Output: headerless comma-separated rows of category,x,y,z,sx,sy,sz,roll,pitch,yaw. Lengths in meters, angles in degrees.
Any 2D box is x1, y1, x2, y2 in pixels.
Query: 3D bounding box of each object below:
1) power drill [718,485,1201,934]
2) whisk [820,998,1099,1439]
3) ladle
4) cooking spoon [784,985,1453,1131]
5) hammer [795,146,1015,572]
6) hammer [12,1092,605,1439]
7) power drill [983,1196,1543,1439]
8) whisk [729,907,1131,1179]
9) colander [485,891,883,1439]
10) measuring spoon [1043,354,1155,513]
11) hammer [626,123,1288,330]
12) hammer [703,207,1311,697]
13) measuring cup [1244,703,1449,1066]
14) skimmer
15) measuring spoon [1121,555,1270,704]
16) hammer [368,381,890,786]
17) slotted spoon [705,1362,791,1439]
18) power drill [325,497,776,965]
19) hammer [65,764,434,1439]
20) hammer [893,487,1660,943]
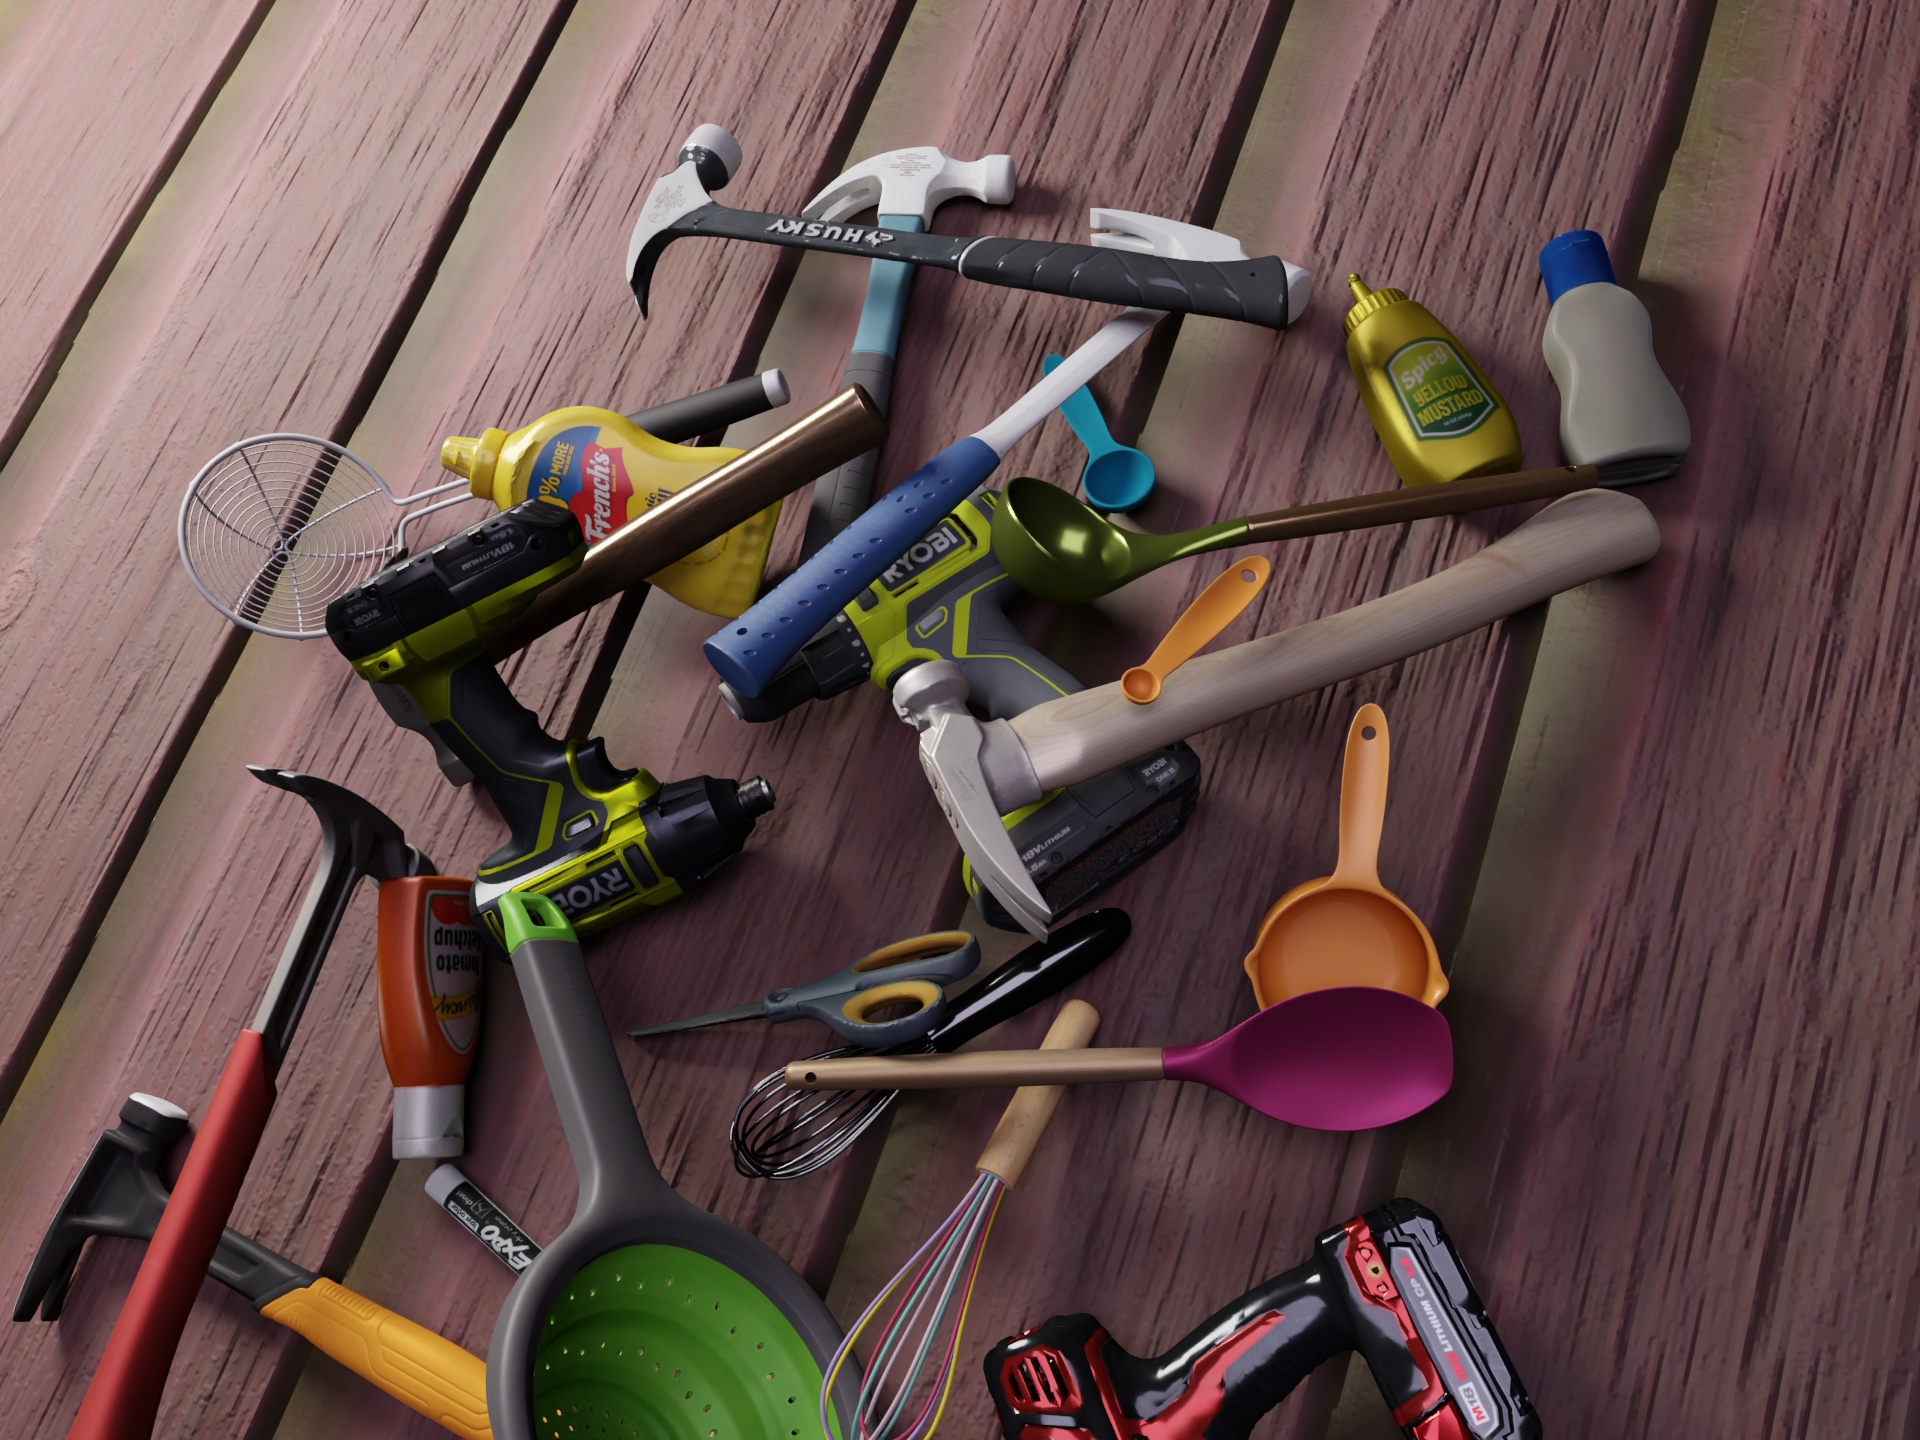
power drill,-0.001,-0.003,0.850,0.190,0.080,0.229,-33,65,-14
whisk,0.010,0.243,0.766,0.047,0.051,0.245,8,55,39
ladle,0.175,-0.112,0.825,0.320,0.062,0.078,-9,43,-1
cooking spoon,0.072,0.165,0.763,0.319,0.017,0.069,-4,93,8
hammer,-0.055,-0.209,0.972,0.128,0.033,0.331,6,71,13
hammer,-0.334,0.316,0.827,0.337,0.034,0.127,19,74,17
power drill,0.139,0.332,0.707,0.226,0.080,0.188,-25,67,4
whisk,-0.014,0.163,0.819,0.239,0.055,0.055,-30,67,-7
colander,-0.170,0.265,0.746,0.094,0.204,0.397,-43,57,25
measuring spoon,0.078,-0.169,0.943,0.042,0.021,0.129,-25,58,2
hammer,-0.009,-0.270,0.926,0.409,0.036,0.149,13,59,19
hammer,0.016,-0.157,0.881,0.144,0.035,0.405,34,65,30
measuring cup,0.190,0.078,0.777,0.095,0.052,0.173,5,92,9
skimmer,-0.281,-0.148,0.951,0.363,0.090,0.127,-16,92,9
measuring spoon,0.117,-0.044,0.780,0.021,0.011,0.117,38,61,15
hammer,-0.189,-0.091,0.881,0.331,0.031,0.130,-29,110,11
slotted spoon,-0.184,0.438,0.756,0.070,0.031,0.314,36,78,21
power drill,-0.216,0.003,0.848,0.171,0.080,0.223,-26,106,3
hammer,-0.373,0.206,0.801,0.037,0.149,0.359,9,68,16
hammer,0.181,-0.025,0.796,0.410,0.038,0.146,-20,61,-14
